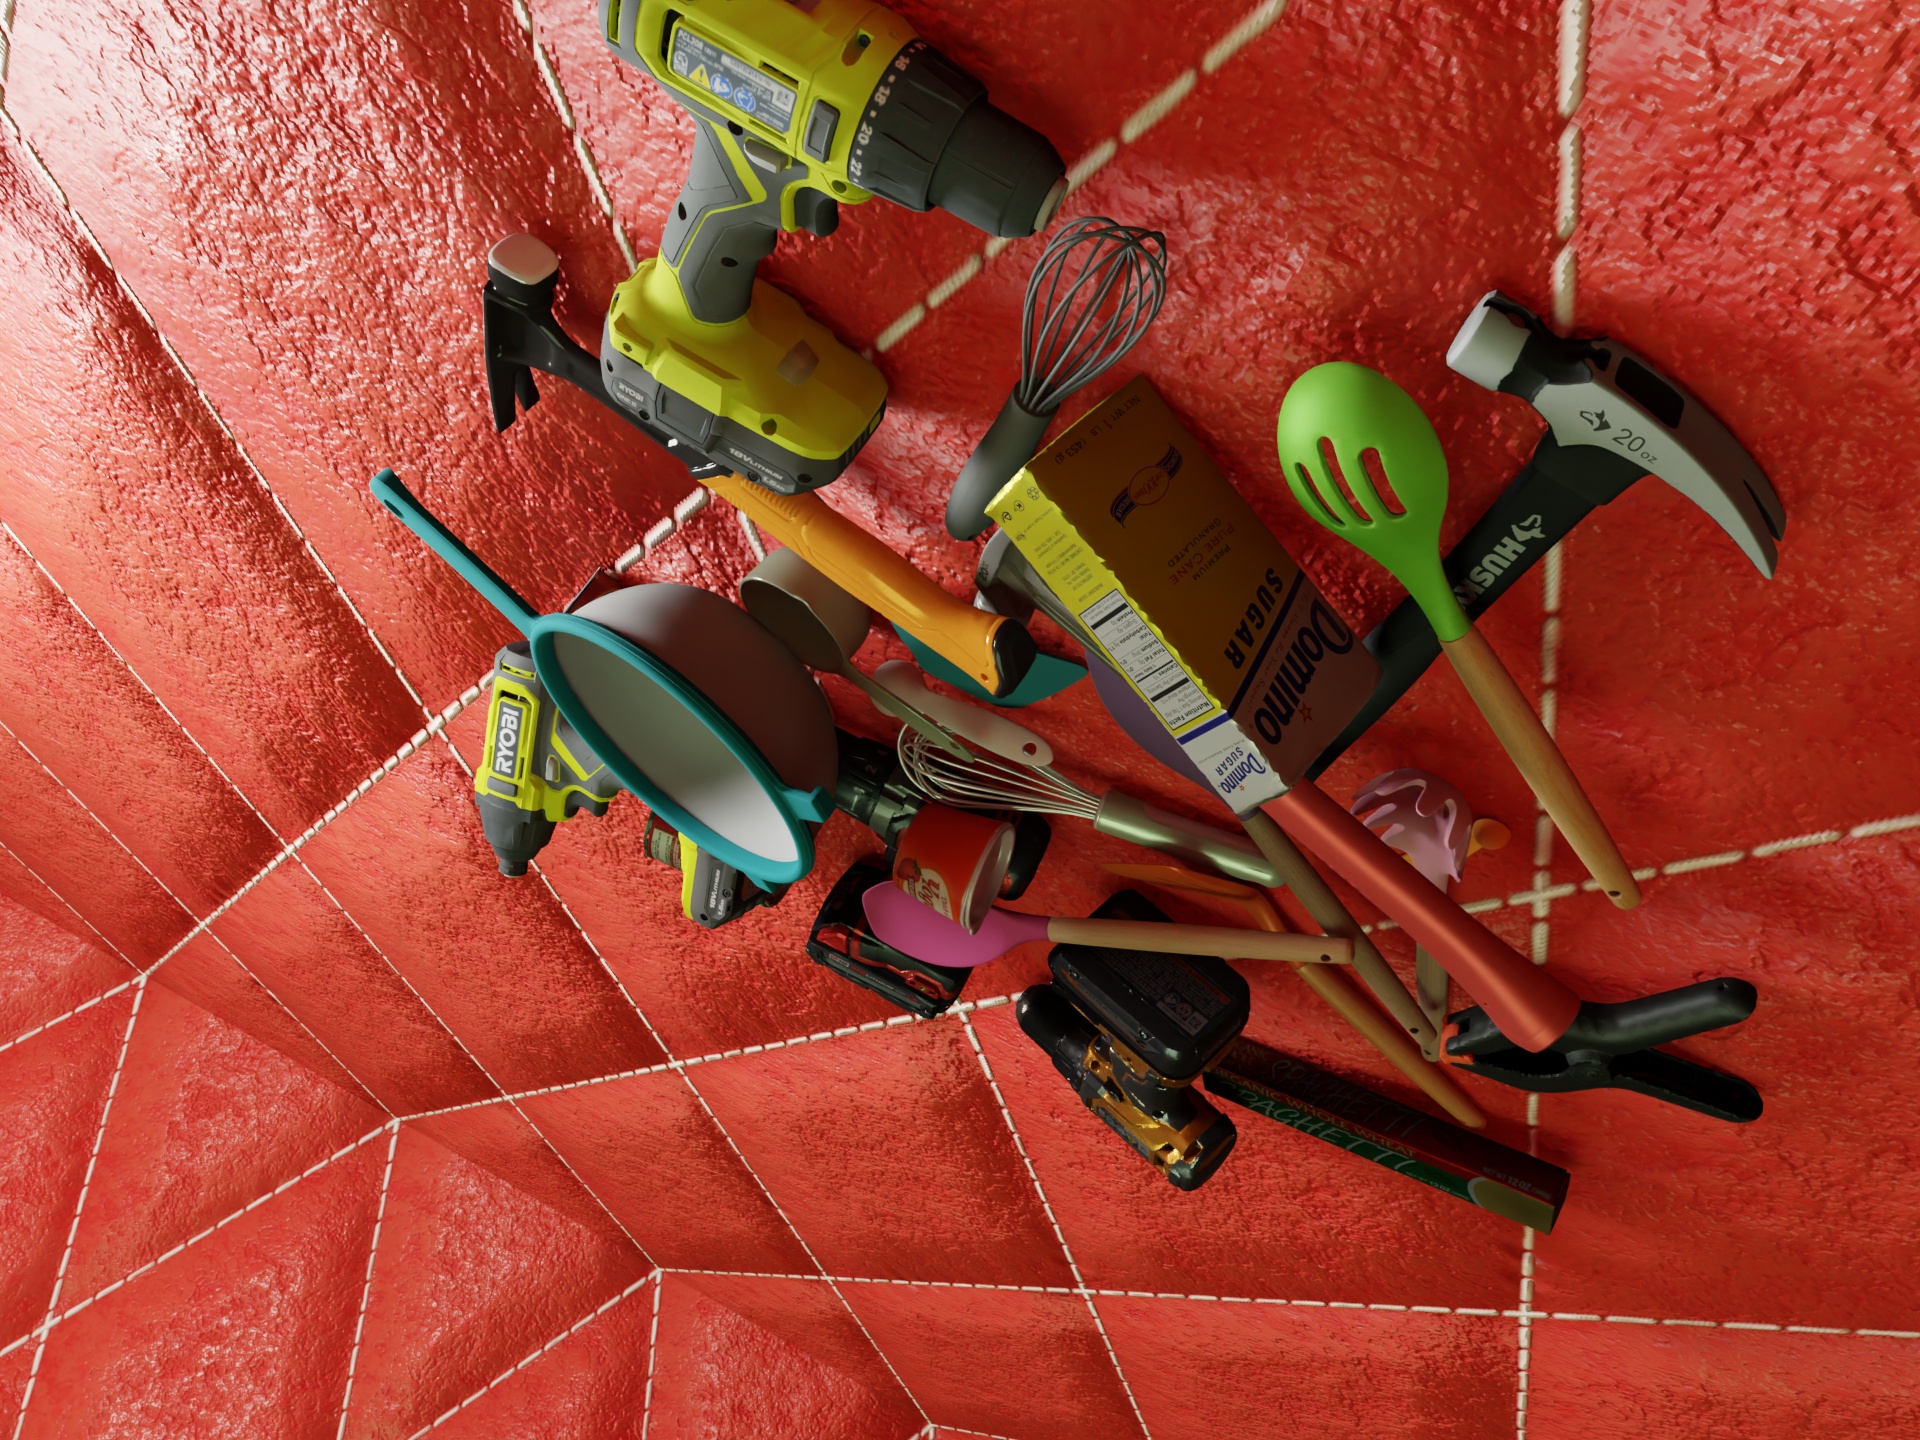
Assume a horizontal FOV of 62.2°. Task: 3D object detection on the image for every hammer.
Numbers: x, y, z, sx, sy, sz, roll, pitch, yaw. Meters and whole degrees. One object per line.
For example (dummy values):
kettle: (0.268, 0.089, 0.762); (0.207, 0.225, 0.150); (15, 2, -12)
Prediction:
hammer: (0.213, -0.039, 0.715); (0.146, 0.035, 0.334); (31, 148, 1)
hammer: (0.154, 0.028, 0.770); (0.359, 0.037, 0.149); (41, 163, 4)
hammer: (-0.107, -0.114, 0.822); (0.337, 0.034, 0.127); (35, 148, 6)

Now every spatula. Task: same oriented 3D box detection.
spatula: (0.174, 0.070, 0.885); (0.060, 0.018, 0.315); (-26, 111, 42)
spatula: (0.221, 0.170, 0.985); (0.322, 0.041, 0.081); (42, 159, -19)
spatula: (-0.067, -0.110, 0.861); (0.317, 0.044, 0.082); (45, 147, -13)

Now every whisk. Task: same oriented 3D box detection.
whisk: (0.032, -0.142, 0.714); (0.055, 0.055, 0.239); (32, 151, -2)
whisk: (0.076, 0.049, 0.939); (0.246, 0.058, 0.059); (18, 113, 11)

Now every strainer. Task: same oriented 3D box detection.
strainer: (-0.190, -0.051, 0.934); (0.340, 0.095, 0.211); (42, 156, 1)

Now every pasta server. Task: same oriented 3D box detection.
pasta server: (0.256, 0.120, 0.878); (0.060, 0.040, 0.315); (30, 156, 33)

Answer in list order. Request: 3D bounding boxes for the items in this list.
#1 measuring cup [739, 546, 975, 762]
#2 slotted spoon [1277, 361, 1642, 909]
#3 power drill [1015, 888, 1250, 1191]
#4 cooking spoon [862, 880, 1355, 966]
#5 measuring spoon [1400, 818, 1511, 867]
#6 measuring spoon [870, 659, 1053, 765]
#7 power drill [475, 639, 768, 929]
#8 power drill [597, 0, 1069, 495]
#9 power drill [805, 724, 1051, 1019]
measuring cup: (-0.050, -0.039, 0.912); (0.167, 0.038, 0.083); (38, 157, -2)
slotted spoon: (0.223, -0.020, 0.675); (0.070, 0.031, 0.313); (-7, 132, 48)
power drill: (0.108, 0.207, 1.078); (0.185, 0.084, 0.226); (38, 154, 29)
cooking spoon: (0.079, 0.128, 0.961); (0.319, 0.017, 0.068); (1, 122, 29)
measuring spoon: (0.254, 0.079, 0.861); (0.021, 0.011, 0.117); (36, 147, -7)
measuring spoon: (-0.001, -0.003, 0.927); (0.124, 0.034, 0.018); (25, 178, 21)
power drill: (-0.233, 0.055, 1.110); (0.223, 0.080, 0.171); (17, 107, 18)
power drill: (-0.067, -0.205, 0.682); (0.190, 0.080, 0.228); (30, 145, 2)
power drill: (-0.049, 0.095, 1.075); (0.188, 0.080, 0.226); (27, 144, 6)
